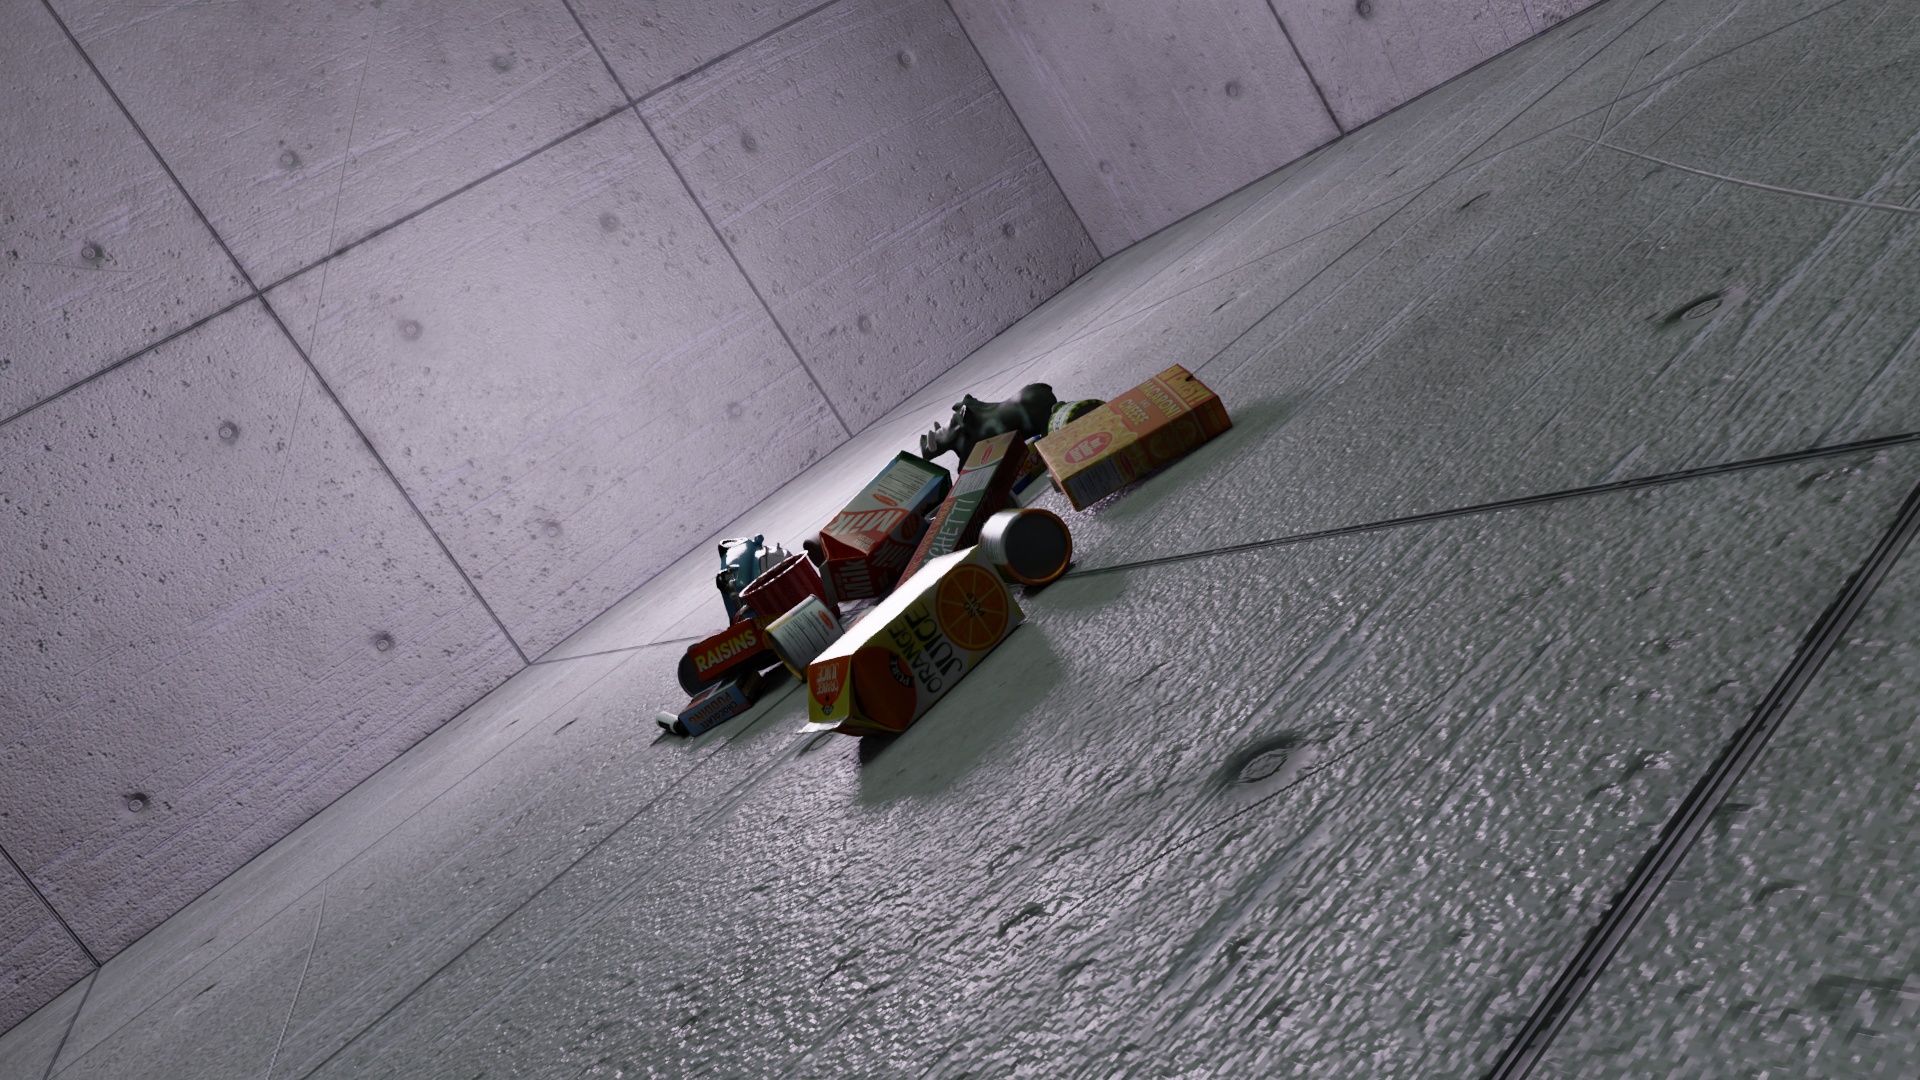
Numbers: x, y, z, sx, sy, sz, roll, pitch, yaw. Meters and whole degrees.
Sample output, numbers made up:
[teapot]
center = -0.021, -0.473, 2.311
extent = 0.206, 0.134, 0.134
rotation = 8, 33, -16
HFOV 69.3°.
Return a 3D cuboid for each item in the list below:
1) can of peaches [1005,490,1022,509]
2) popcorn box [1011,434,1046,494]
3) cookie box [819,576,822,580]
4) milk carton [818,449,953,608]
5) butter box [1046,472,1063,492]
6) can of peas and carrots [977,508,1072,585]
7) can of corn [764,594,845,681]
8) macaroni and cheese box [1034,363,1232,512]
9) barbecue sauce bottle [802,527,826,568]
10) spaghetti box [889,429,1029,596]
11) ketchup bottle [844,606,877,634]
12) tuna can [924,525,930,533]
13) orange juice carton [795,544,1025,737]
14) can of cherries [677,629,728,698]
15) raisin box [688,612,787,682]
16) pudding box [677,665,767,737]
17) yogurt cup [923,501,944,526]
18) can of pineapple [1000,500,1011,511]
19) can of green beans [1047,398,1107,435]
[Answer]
[can of peaches]
center = 0.021, -0.023, 1.408
extent = 0.071, 0.071, 0.058
rotation = -37, 11, -20
[popcorn box]
center = 0.042, -0.069, 1.640
extent = 0.085, 0.038, 0.127
rotation = -23, 14, 48
[cookie box]
center = -0.086, -0.001, 1.697
extent = 0.122, 0.040, 0.168
rotation = -27, 12, 29
[milk carton]
center = -0.091, -0.008, 1.551
extent = 0.073, 0.072, 0.191
rotation = 25, 56, 29
[butter box]
center = 0.134, -0.075, 1.432
extent = 0.053, 0.024, 0.103
rotation = -37, 11, -19
[can of peas and carrots]
center = 0.057, 0.005, 1.183
extent = 0.071, 0.071, 0.058
rotation = -36, 11, -15
[can of corn]
center = -0.152, 0.098, 1.375
extent = 0.058, 0.071, 0.071
rotation = -36, 11, -18
[macaroni and cheese box]
center = 0.163, -0.102, 1.339
extent = 0.166, 0.040, 0.124
rotation = -30, 23, 2
[barbecue sauce bottle]
center = -0.114, -0.022, 1.642
extent = 0.149, 0.043, 0.065
rotation = -35, 11, -21
[spaghetti box]
center = 0.001, -0.016, 1.256
extent = 0.050, 0.028, 0.251
rotation = -15, 30, 33
[ketchup bottle]
center = -0.080, 0.092, 1.242
extent = 0.065, 0.043, 0.149
rotation = -31, 10, 5
[tuna can]
center = -0.005, -0.013, 1.535
extent = 0.071, 0.033, 0.071
rotation = -32, 10, 6
[orange juice carton]
center = -0.046, 0.089, 1.074
extent = 0.193, 0.073, 0.071
rotation = -40, 13, -33
[can of cherries]
center = -0.273, 0.136, 1.540
extent = 0.071, 0.071, 0.058
rotation = -30, 10, 17
[raisin box]
center = -0.215, 0.109, 1.465
extent = 0.086, 0.040, 0.123
rotation = -27, -9, 21
[pudding box]
center = -0.246, 0.166, 1.438
extent = 0.083, 0.030, 0.050
rotation = -29, 12, 22
[yogurt cup]
center = 0.005, -0.018, 1.471
extent = 0.072, 0.054, 0.072
rotation = -32, 10, 7
[can of pineapple]
center = 0.027, -0.008, 1.327
extent = 0.058, 0.071, 0.071
rotation = -33, 10, 0
[can of green beans]
center = 0.136, -0.121, 1.522
extent = 0.071, 0.071, 0.058
rotation = -35, 11, -12
